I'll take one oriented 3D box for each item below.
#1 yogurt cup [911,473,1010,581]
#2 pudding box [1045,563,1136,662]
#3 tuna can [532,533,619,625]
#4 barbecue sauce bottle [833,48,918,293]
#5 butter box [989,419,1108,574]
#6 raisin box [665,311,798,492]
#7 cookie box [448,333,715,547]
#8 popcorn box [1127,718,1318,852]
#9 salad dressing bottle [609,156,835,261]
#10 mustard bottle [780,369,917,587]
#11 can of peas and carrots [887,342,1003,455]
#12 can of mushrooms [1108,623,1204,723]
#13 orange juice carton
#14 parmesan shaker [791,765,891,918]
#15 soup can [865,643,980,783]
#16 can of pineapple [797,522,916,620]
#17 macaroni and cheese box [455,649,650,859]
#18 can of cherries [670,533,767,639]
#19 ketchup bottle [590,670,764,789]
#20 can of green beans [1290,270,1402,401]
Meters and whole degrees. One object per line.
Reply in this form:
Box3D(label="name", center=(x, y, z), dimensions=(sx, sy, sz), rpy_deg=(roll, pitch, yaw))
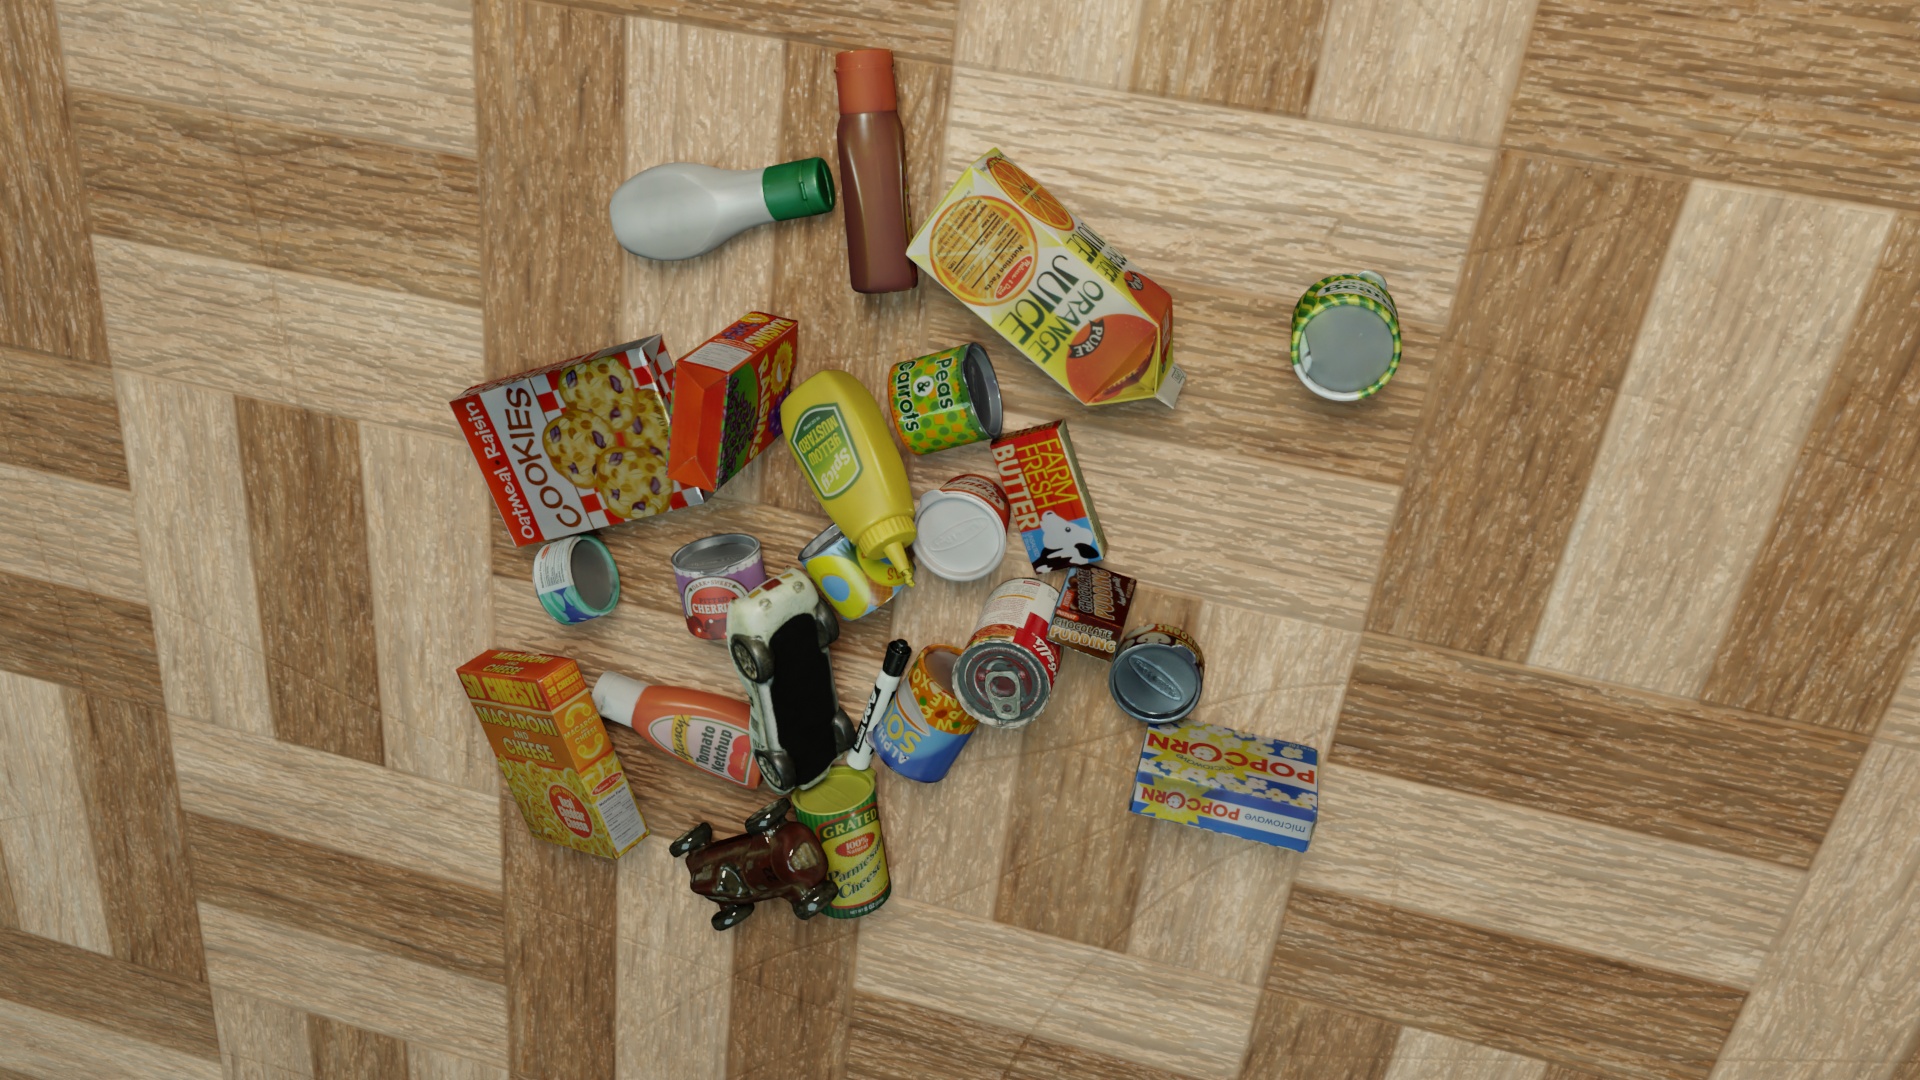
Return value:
Box3D(label="yogurt cup", center=(0.003, -0.012, 0.974), dimensions=(0.072, 0.054, 0.072), rpy_deg=(6, 115, 12))
Box3D(label="pudding box", center=(0.091, 0.048, 0.962), dimensions=(0.050, 0.084, 0.030), rpy_deg=(19, 115, 6))
Box3D(label="tuna can", center=(-0.292, 0.031, 1.064), dimensions=(0.033, 0.071, 0.071), rpy_deg=(-16, 109, 19))
Box3D(label="barbecue sauce bottle", center=(-0.055, -0.234, 0.886), dimensions=(0.044, 0.065, 0.148), rpy_deg=(-7, 105, -9))
Box3D(label="butter box", center=(0.062, -0.030, 0.967), dimensions=(0.053, 0.024, 0.103), rpy_deg=(-14, 110, 19))
Box3D(label="raisin box", center=(-0.152, -0.097, 0.936), dimensions=(0.040, 0.124, 0.085), rpy_deg=(15, 117, 9))
Box3D(label="cookie box", center=(-0.277, -0.072, 1.028), dimensions=(0.167, 0.040, 0.122), rpy_deg=(-12, 110, 18))
Box3D(label="popcorn box", center=(0.189, 0.171, 0.991), dimensions=(0.127, 0.085, 0.038), rpy_deg=(12, 115, 10))
Box3D(label="salad dressing bottle", center=(-0.158, -0.225, 0.926), dimensions=(0.147, 0.044, 0.064), rpy_deg=(-6, 110, 16))
Box3D(label="mustard bottle", center=(-0.067, -0.039, 0.946), dimensions=(0.065, 0.049, 0.160), rpy_deg=(-37, 70, 28))
Box3D(label="can of peas and carrots", center=(-0.011, -0.095, 0.931), dimensions=(0.058, 0.071, 0.070), rpy_deg=(-12, 110, 20))
Box3D(label="can of mushrooms", center=(0.143, 0.094, 0.998), dimensions=(0.071, 0.033, 0.070), rpy_deg=(6, 115, 13))
Box3D(label="orange juice carton", center=(0.067, -0.155, 0.882), dimensions=(0.192, 0.072, 0.072), rpy_deg=(39, 117, -5))
Box3D(label="parmesan shaker", center=(-0.091, 0.240, 1.108), dimensions=(0.071, 0.071, 0.102), rpy_deg=(-1, 114, 15))
Box3D(label="soup can", center=(-0.022, 0.128, 1.035), dimensions=(0.071, 0.072, 0.083), rpy_deg=(30, 117, 0))
Box3D(label="can of pineapple", center=(-0.073, 0.015, 0.999), dimensions=(0.071, 0.071, 0.057), rpy_deg=(-30, 105, 24))
Box3D(label="macaroni and cheese box", center=(-0.331, 0.171, 1.128), dimensions=(0.123, 0.040, 0.166), rpy_deg=(0, 116, 41))
Box3D(label="can of cherries", center=(-0.177, 0.035, 1.032), dimensions=(0.071, 0.072, 0.058), rpy_deg=(-1, 114, 15))
Box3D(label="ketchup bottle", center=(-0.220, 0.145, 1.109), dimensions=(0.149, 0.044, 0.064), rpy_deg=(19, 115, 6))
Box3D(label="can of green beans", center=(0.238, -0.126, 0.859), dimensions=(0.071, 0.058, 0.071), rpy_deg=(5, 115, 12))
